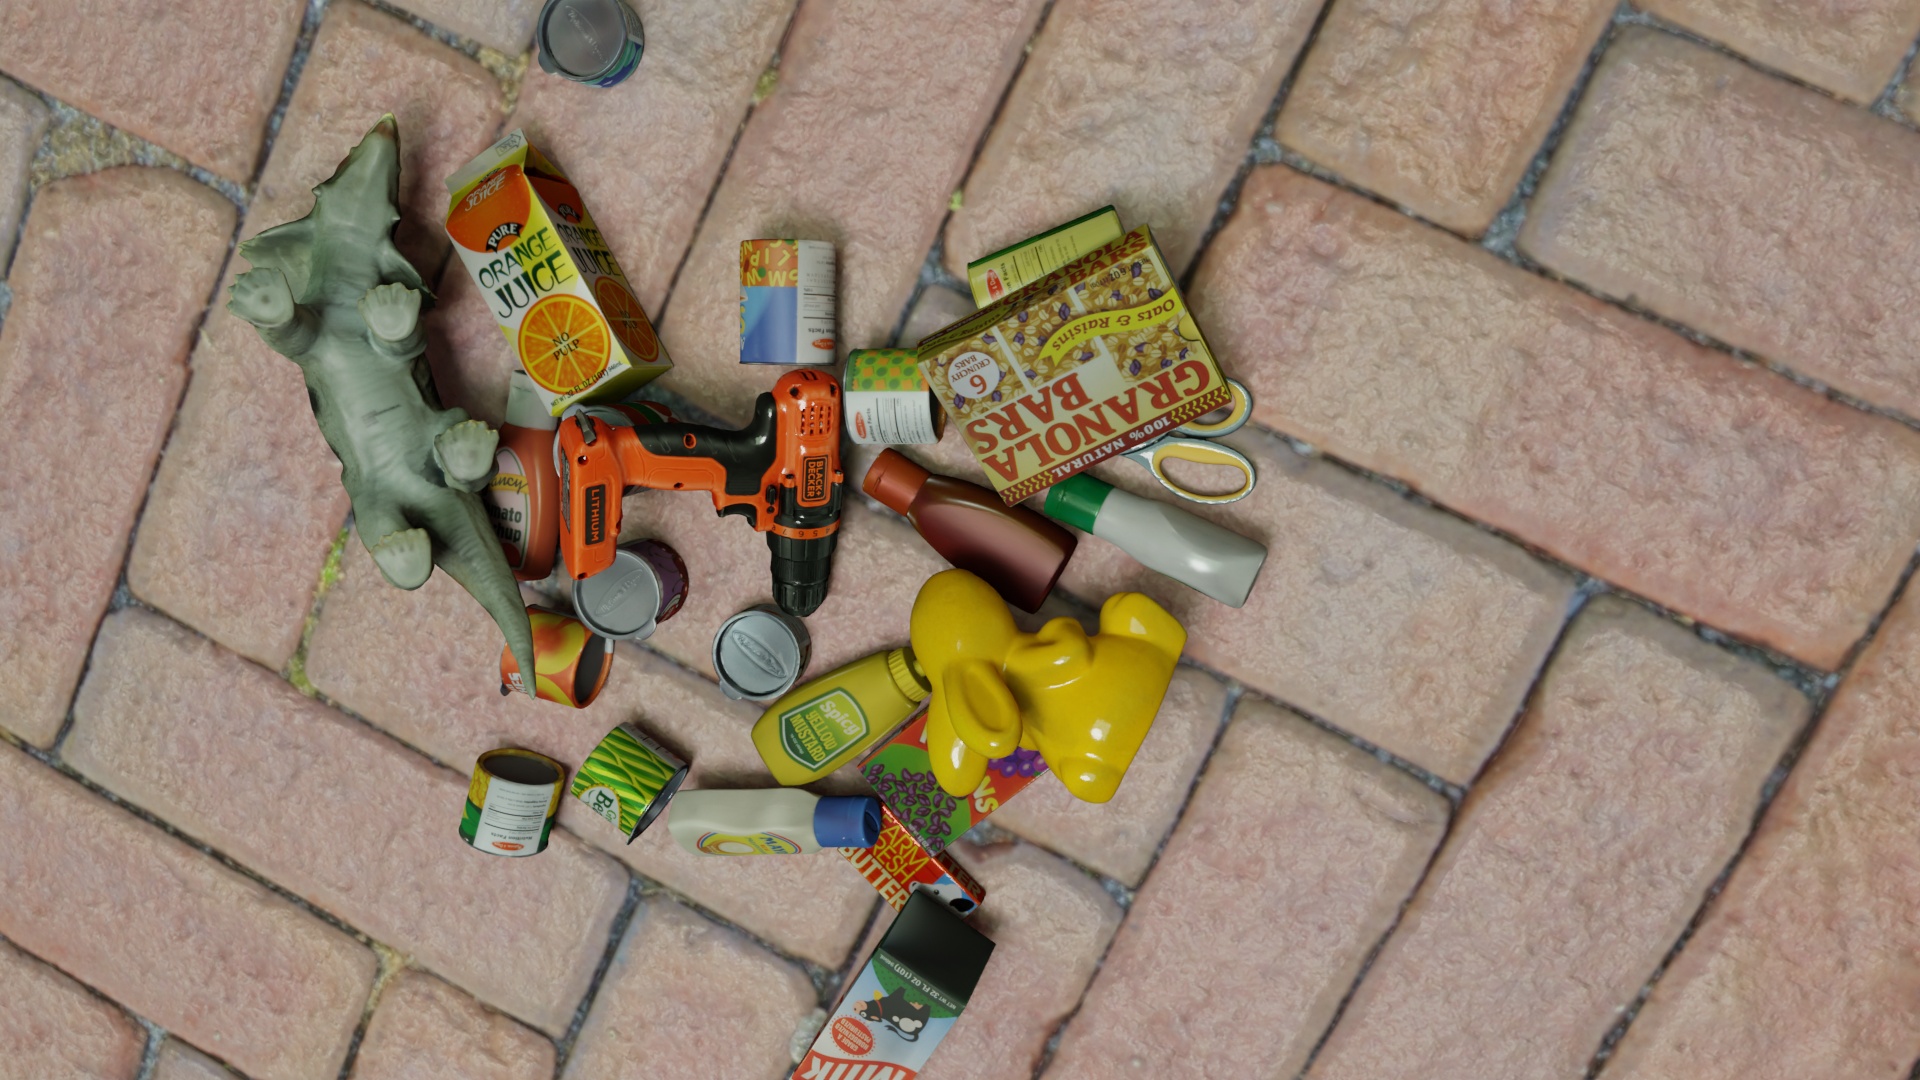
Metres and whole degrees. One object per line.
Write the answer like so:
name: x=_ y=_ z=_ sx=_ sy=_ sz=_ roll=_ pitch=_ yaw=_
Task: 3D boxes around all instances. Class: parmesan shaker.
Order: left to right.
parmesan shaker: x=0.065 y=-0.168 z=0.913 sx=0.103 sy=0.071 sz=0.071 roll=-20 pitch=94 yaw=12

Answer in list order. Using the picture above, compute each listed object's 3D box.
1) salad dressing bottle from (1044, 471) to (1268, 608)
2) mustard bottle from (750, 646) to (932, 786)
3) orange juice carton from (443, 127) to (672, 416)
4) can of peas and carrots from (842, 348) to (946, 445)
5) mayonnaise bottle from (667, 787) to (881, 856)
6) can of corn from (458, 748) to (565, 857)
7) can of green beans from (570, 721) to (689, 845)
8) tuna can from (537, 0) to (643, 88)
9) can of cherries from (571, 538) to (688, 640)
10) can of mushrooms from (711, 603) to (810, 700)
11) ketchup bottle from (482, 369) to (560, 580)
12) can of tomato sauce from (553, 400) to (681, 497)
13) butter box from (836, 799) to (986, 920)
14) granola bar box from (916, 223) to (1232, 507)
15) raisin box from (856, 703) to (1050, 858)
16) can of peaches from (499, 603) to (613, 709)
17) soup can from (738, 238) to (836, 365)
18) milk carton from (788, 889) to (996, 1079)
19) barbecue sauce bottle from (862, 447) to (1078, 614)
salad dressing bottle: x=0.129 y=-0.005 z=0.929 sx=0.148 sy=0.064 sz=0.043 roll=25 pitch=113 yaw=15
mustard bottle: x=-0.071 y=0.115 z=0.987 sx=0.160 sy=0.049 sz=0.065 roll=-32 pitch=93 yaw=13
orange juice carton: x=-0.290 y=-0.188 z=0.975 sx=0.071 sy=0.073 sz=0.192 roll=-29 pitch=91 yaw=14
can of peas and carrots: x=-0.043 y=-0.100 z=0.945 sx=0.059 sy=0.071 sz=0.071 roll=0 pitch=98 yaw=10
mayonnaise bottle: x=-0.132 y=0.202 z=0.997 sx=0.148 sy=0.064 sz=0.041 roll=-4 pitch=54 yaw=19
can of corn: x=-0.336 y=0.195 z=1.042 sx=0.071 sy=0.071 sz=0.058 roll=19 pitch=100 yaw=8
can of green beans: x=-0.243 y=0.176 z=1.019 sx=0.058 sy=0.071 sz=0.071 roll=35 pitch=103 yaw=5
tuna can: x=-0.259 y=-0.349 z=0.967 sx=0.071 sy=0.033 sz=0.071 roll=2 pitch=98 yaw=11
can of cherries: x=-0.236 y=0.036 z=1.003 sx=0.071 sy=0.058 sz=0.071 roll=1 pitch=98 yaw=10
can of mushrooms: x=-0.145 y=0.082 z=1.005 sx=0.071 sy=0.033 sz=0.071 roll=1 pitch=98 yaw=10
ketchup bottle: x=-0.319 y=-0.048 z=1.015 sx=0.065 sy=0.043 sz=0.148 roll=15 pitch=100 yaw=20
can of tomato sauce: x=-0.238 y=-0.065 z=0.976 sx=0.071 sy=0.083 sz=0.071 roll=2 pitch=98 yaw=11
butter box: x=-0.036 y=0.240 z=1.010 sx=0.103 sy=0.024 sz=0.053 roll=46 pitch=104 yaw=2
granola bar box: x=0.073 y=-0.108 z=0.889 sx=0.165 sy=0.039 sz=0.124 roll=-25 pitch=120 yaw=15
raisin box: x=0.001 y=0.152 z=0.983 sx=0.123 sy=0.040 sz=0.086 roll=-39 pitch=88 yaw=13
can of peaches: x=-0.295 y=0.087 z=1.016 sx=0.058 sy=0.071 sz=0.071 roll=13 pitch=100 yaw=8
soup can: x=-0.120 y=-0.162 z=0.950 sx=0.071 sy=0.071 sz=0.083 roll=2 pitch=98 yaw=11
milk carton: x=-0.057 y=0.350 z=0.994 sx=0.072 sy=0.074 sz=0.189 roll=33 pitch=116 yaw=5
barbecue sauce bottle: x=0.003 y=-0.012 z=0.957 sx=0.148 sy=0.044 sz=0.064 roll=31 pitch=121 yaw=6
